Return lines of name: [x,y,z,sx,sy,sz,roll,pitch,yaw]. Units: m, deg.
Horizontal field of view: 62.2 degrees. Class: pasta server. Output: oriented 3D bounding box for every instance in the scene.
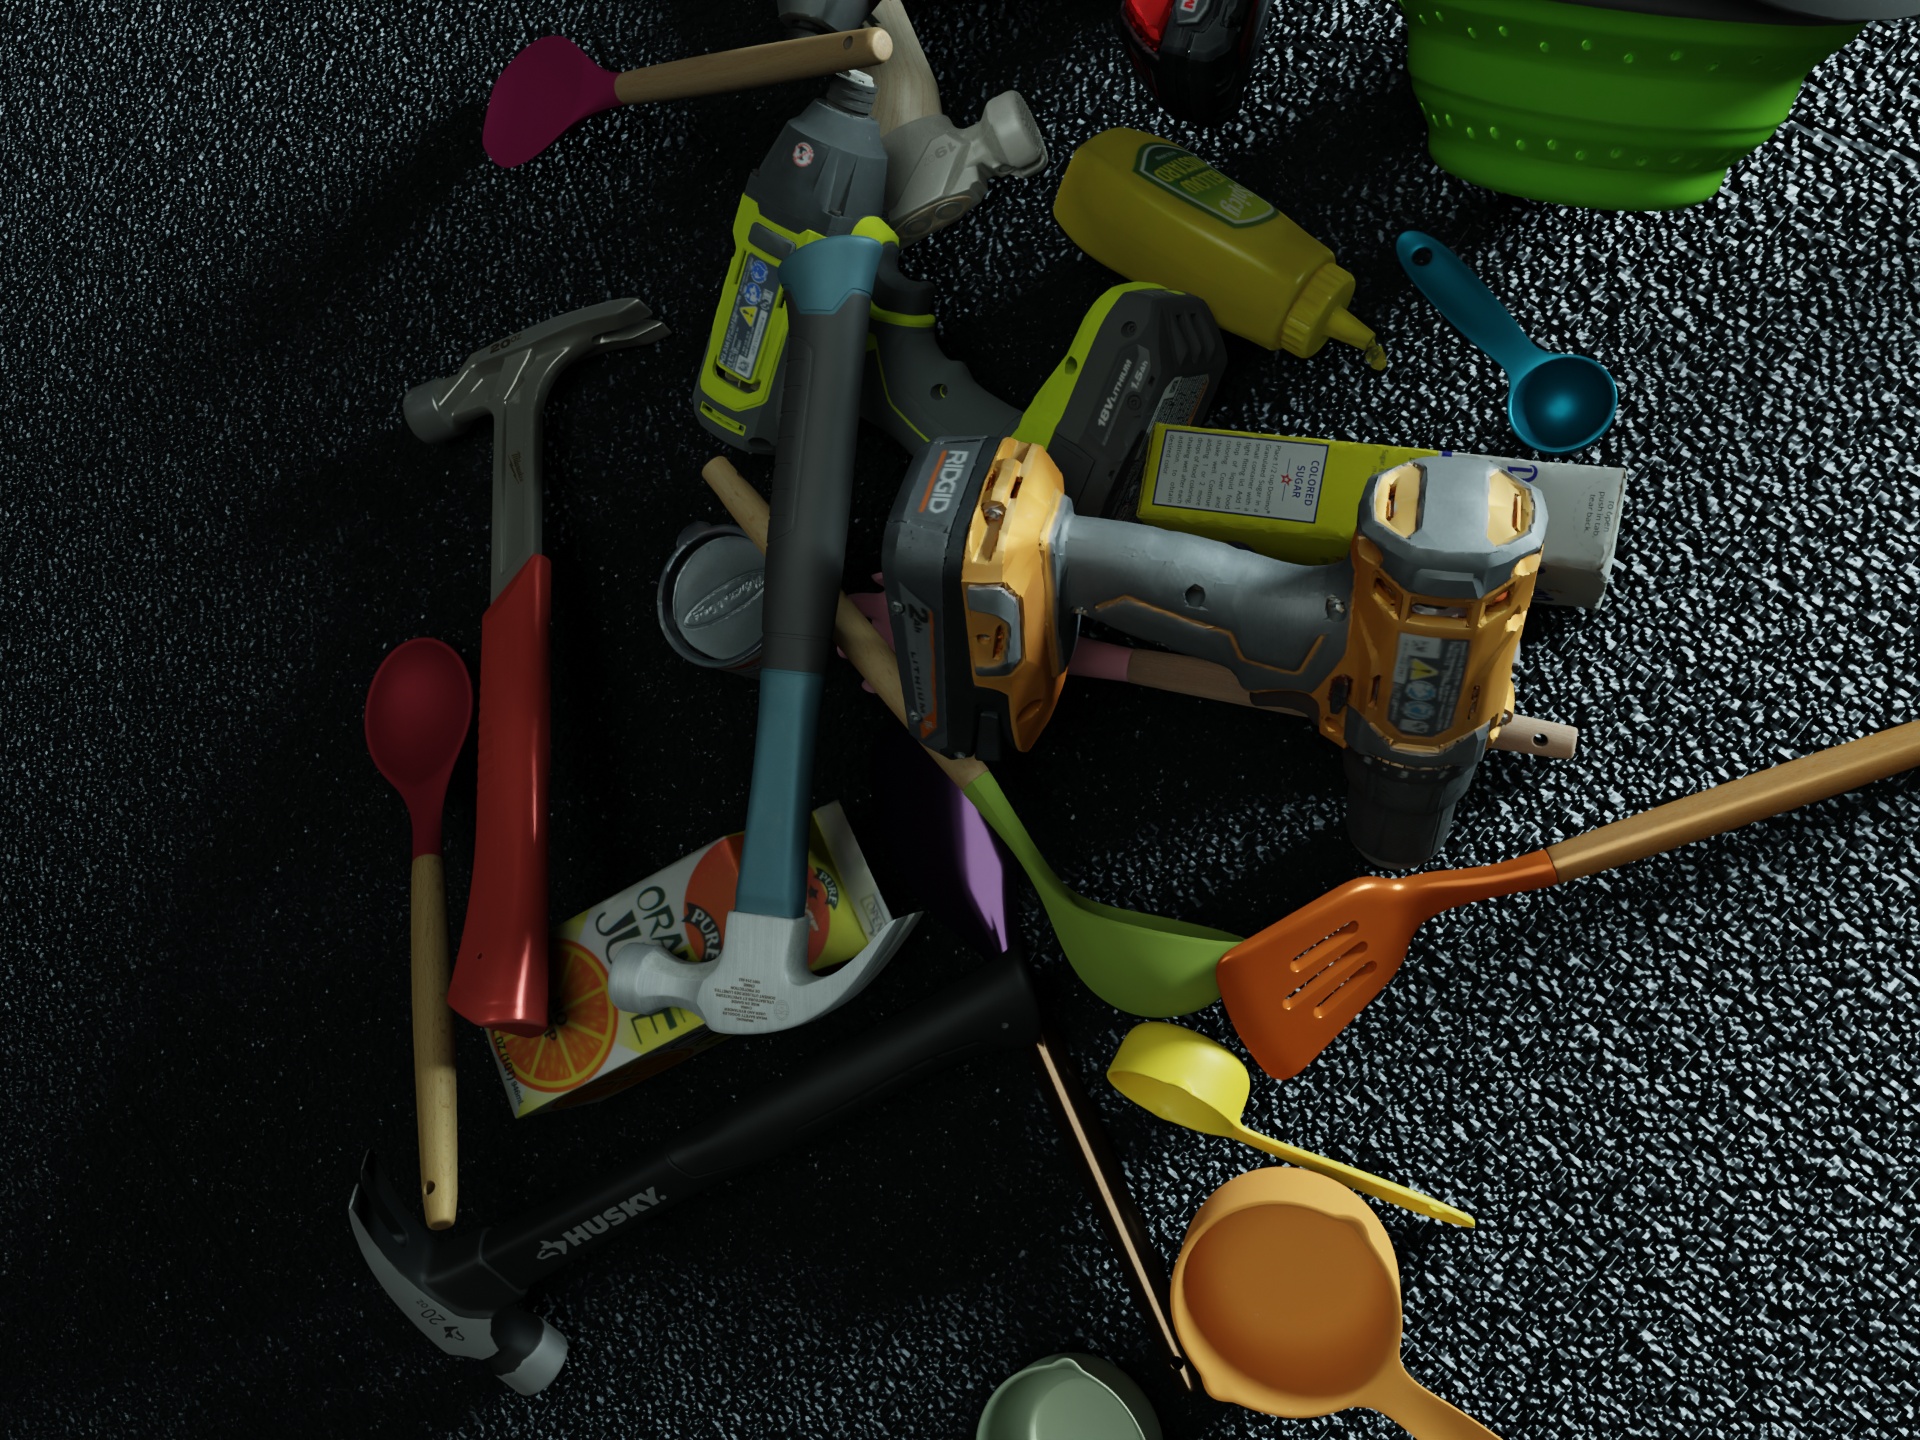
pasta server: [0.098,-0.018,0.684,0.316,0.040,0.060,11,105,19]

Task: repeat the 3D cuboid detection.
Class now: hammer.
hammer: [-0.069,-0.034,0.659,0.128,0.033,0.331,6,91,18]
hammer: [-0.203,-0.032,0.753,0.149,0.036,0.359,-15,65,19]
hammer: [-0.111,0.186,0.701,0.335,0.035,0.146,-30,118,12]
hammer: [-0.085,-0.422,0.796,0.146,0.038,0.411,-22,77,18]

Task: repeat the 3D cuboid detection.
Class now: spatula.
spatula: [0.256,0.055,0.614,0.322,0.081,0.041,-22,35,13]
spatula: [0.033,0.139,0.701,0.060,0.018,0.316,-30,74,18]

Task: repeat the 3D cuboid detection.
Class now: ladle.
ladle: [-0.249,0.087,0.747,0.069,0.031,0.316,-29,51,15]
ladle: [-0.001,-0.002,0.680,0.062,0.078,0.320,-41,79,7]

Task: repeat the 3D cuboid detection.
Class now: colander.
colander: [0.323,-0.240,0.595,0.397,0.205,0.094,8,122,5]

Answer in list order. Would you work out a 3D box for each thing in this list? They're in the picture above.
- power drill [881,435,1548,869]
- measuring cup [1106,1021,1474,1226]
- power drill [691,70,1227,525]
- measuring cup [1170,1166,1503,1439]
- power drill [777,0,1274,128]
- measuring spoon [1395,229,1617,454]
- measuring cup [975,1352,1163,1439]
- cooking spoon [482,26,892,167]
power drill: [0.094,-0.020,0.611,0.226,0.185,0.084,7,48,13]
measuring cup: [0.137,0.164,0.651,0.156,0.062,0.029,21,67,9]
power drill: [-0.007,-0.166,0.696,0.223,0.080,0.171,32,118,19]
measuring cup: [0.164,0.247,0.627,0.173,0.052,0.095,36,104,6]
power drill: [0.025,-0.338,0.688,0.220,0.078,0.143,18,93,12]
measuring spoon: [0.225,-0.159,0.667,0.042,0.021,0.129,-38,64,13]
measuring cup: [0.090,0.306,0.649,0.167,0.038,0.083,2,85,21]
cooking spoon: [-0.144,-0.303,0.757,0.319,0.017,0.069,14,91,44]
